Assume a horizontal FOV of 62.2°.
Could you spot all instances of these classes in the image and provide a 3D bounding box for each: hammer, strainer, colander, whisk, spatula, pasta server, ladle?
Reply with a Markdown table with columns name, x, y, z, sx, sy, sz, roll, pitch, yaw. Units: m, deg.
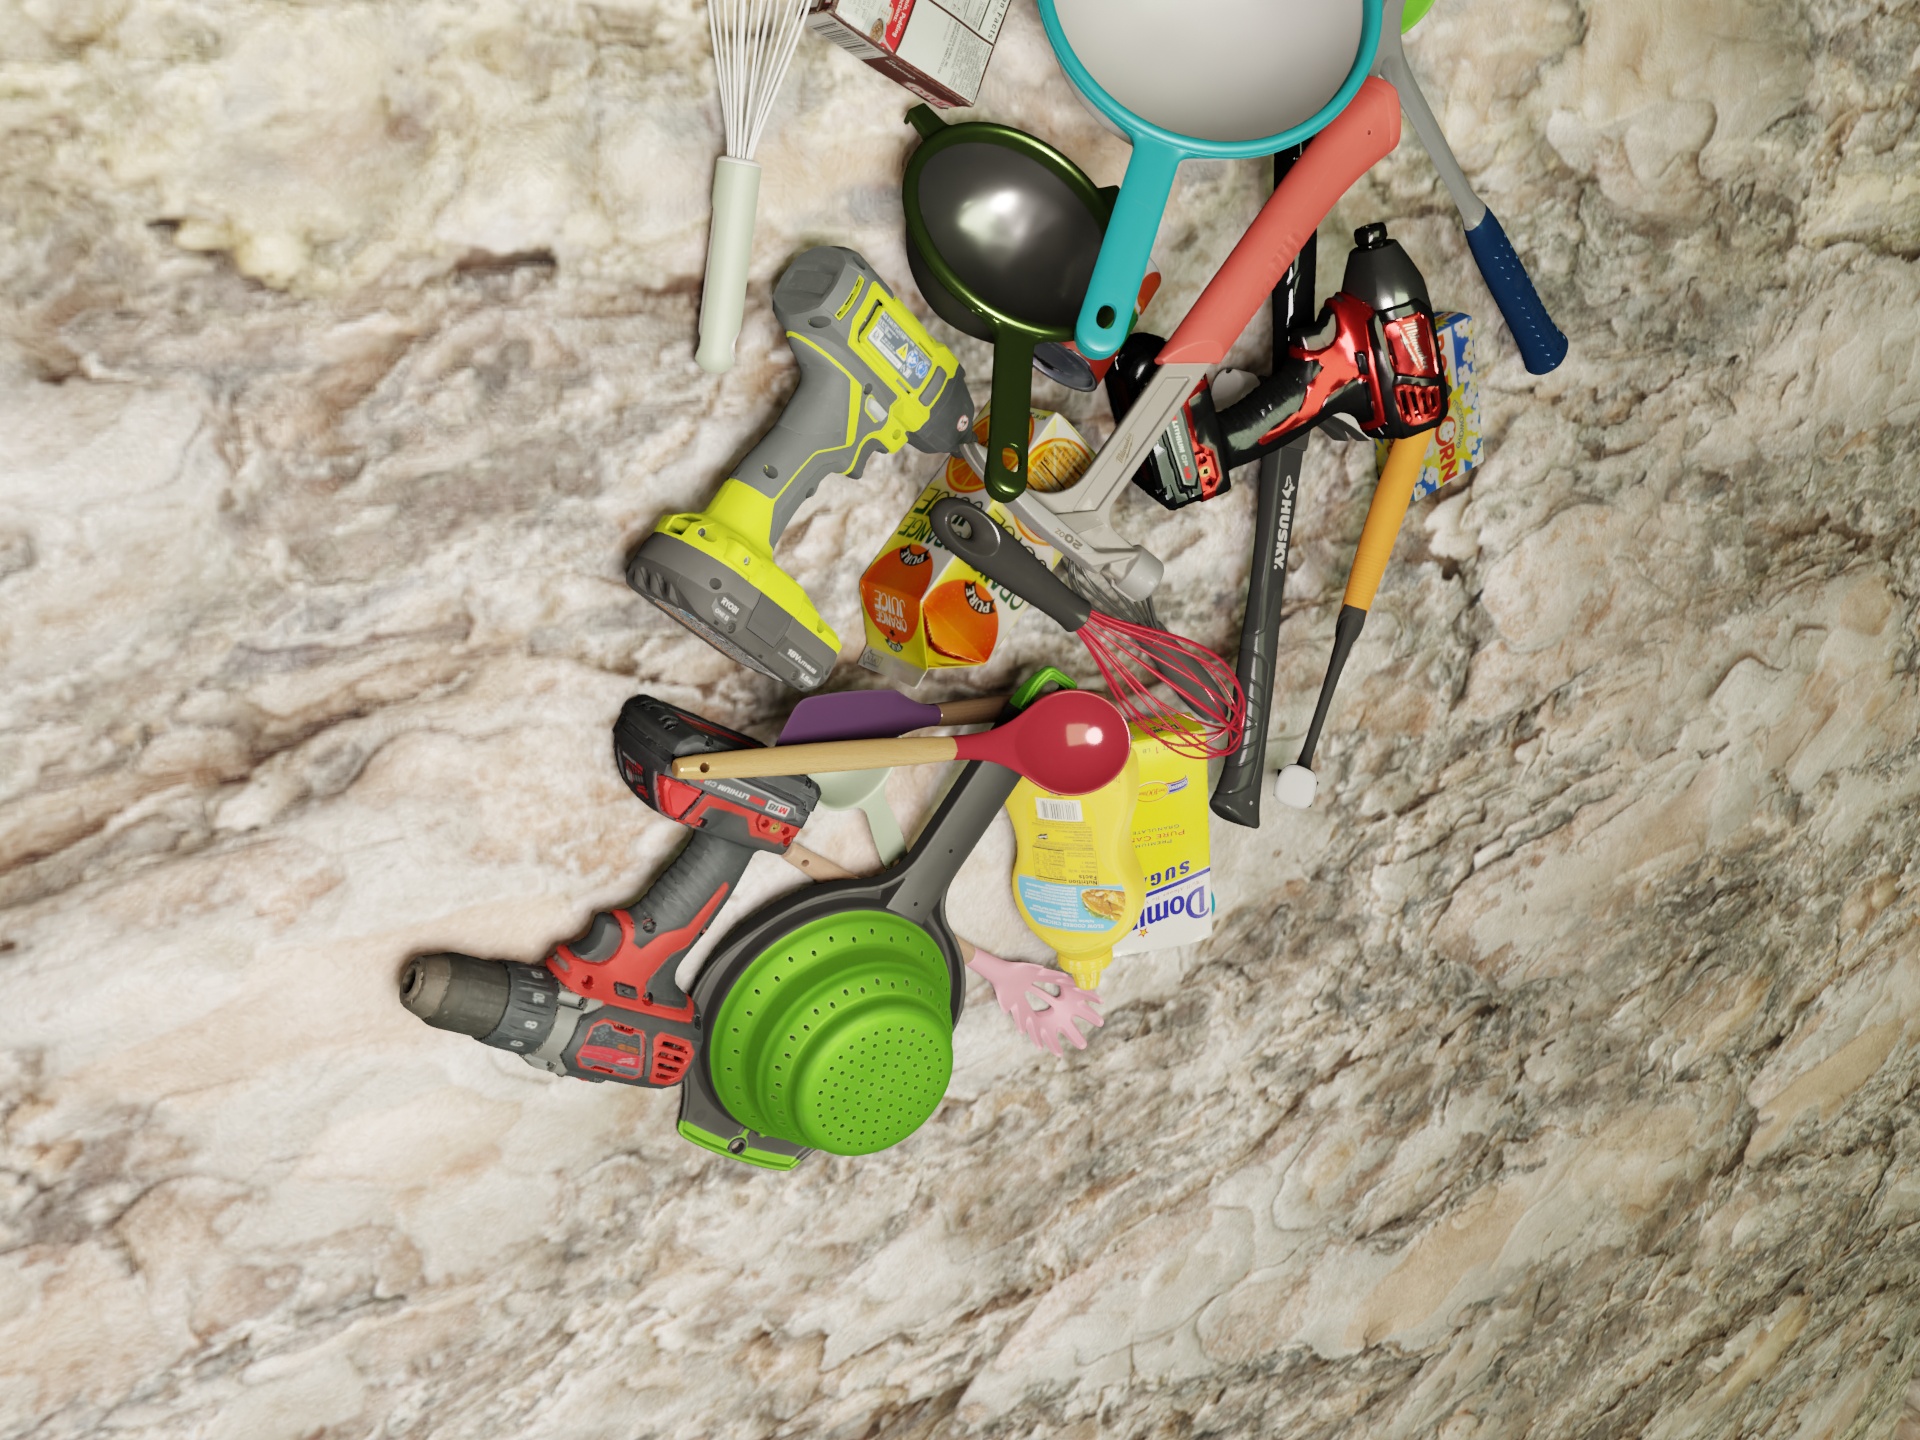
| name | x | y | z | sx | sy | sz | roll | pitch | yaw |
| --- | --- | --- | --- | --- | --- | --- | --- | --- | --- |
| hammer | 0.308 | -0.097 | 1.222 | 0.127 | 0.034 | 0.337 | -13 | 121 | -77 |
| strainer | 0.121 | -0.364 | 0.958 | 0.211 | 0.095 | 0.340 | 19 | 82 | -6 |
| strainer | 0.020 | -0.229 | 0.931 | 0.151 | 0.069 | 0.257 | 14 | 63 | -23 |
| colander | -0.027 | 0.146 | 1.033 | 0.204 | 0.095 | 0.397 | 31 | 94 | -37 |
| hammer | 0.230 | -0.085 | 1.189 | 0.146 | 0.035 | 0.335 | 2 | 96 | -37 |
| hammer | 0.223 | -0.418 | 1.069 | 0.149 | 0.036 | 0.408 | -12 | 109 | -29 |
| whisk | 0.140 | -0.064 | 1.149 | 0.055 | 0.055 | 0.238 | -54 | 133 | -9 |
| spatula | -0.002 | -0.003 | 1.040 | 0.315 | 0.018 | 0.059 | -7 | 134 | -49 |
| pasta server | -0.008 | 0.159 | 1.123 | 0.316 | 0.040 | 0.060 | 36 | 93 | -38 |
| whisk | -0.121 | -0.314 | 0.870 | 0.059 | 0.058 | 0.246 | 9 | 106 | -3 |
| ladle | -0.027 | 0.020 | 0.961 | 0.315 | 0.031 | 0.069 | -3 | 91 | -34 |
| whisk | 0.088 | -0.057 | 1.014 | 0.295 | 0.073 | 0.073 | 33 | 85 | -33 |
| hammer | 0.154 | -0.258 | 0.985 | 0.149 | 0.037 | 0.359 | 37 | 84 | -19 |
| hammer | 0.375 | -0.376 | 1.181 | 0.405 | 0.035 | 0.144 | 34 | 76 | -48 |

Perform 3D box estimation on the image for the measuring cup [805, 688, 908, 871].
| name | x | y | z | sx | sy | sz | roll | pitch | yaw |
| --- | --- | --- | --- | --- | --- | --- | --- | --- | --- |
| measuring cup | -0.068 | 0.046 | 1.045 | 0.083 | 0.038 | 0.167 | -41 | 140 | -21 |

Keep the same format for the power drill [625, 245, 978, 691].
| name | x | y | z | sx | sy | sz | roll | pitch | yaw |
| --- | --- | --- | --- | --- | --- | --- | --- | --- | --- |
| power drill | -0.081 | -0.138 | 0.936 | 0.171 | 0.080 | 0.223 | 39 | 78 | -48 |

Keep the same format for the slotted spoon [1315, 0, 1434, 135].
| name | x | y | z | sx | sy | sz | roll | pitch | yaw |
| --- | --- | --- | --- | --- | --- | --- | --- | --- | --- |
| slotted spoon | 0.257 | -0.417 | 1.123 | 0.070 | 0.031 | 0.314 | 23 | 93 | -31 |

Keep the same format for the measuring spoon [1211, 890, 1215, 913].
| name | x | y | z | sx | sy | sz | roll | pitch | yaw |
| --- | --- | --- | --- | --- | --- | --- | --- | --- | --- |
| measuring spoon | 0.177 | 0.116 | 1.263 | 0.042 | 0.021 | 0.128 | -37 | 135 | -6 |

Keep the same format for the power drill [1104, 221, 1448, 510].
| name | x | y | z | sx | sy | sz | roll | pitch | yaw |
| --- | --- | --- | --- | --- | --- | --- | --- | --- | --- |
| power drill | 0.214 | -0.236 | 1.066 | 0.219 | 0.079 | 0.143 | -20 | 113 | -4 |

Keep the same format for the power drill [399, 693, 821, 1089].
| name | x | y | z | sx | sy | sz | roll | pitch | yaw |
| --- | --- | --- | --- | --- | --- | --- | --- | --- | --- |
| power drill | -0.203 | 0.103 | 0.935 | 0.187 | 0.080 | 0.226 | 25 | 93 | -39 |
